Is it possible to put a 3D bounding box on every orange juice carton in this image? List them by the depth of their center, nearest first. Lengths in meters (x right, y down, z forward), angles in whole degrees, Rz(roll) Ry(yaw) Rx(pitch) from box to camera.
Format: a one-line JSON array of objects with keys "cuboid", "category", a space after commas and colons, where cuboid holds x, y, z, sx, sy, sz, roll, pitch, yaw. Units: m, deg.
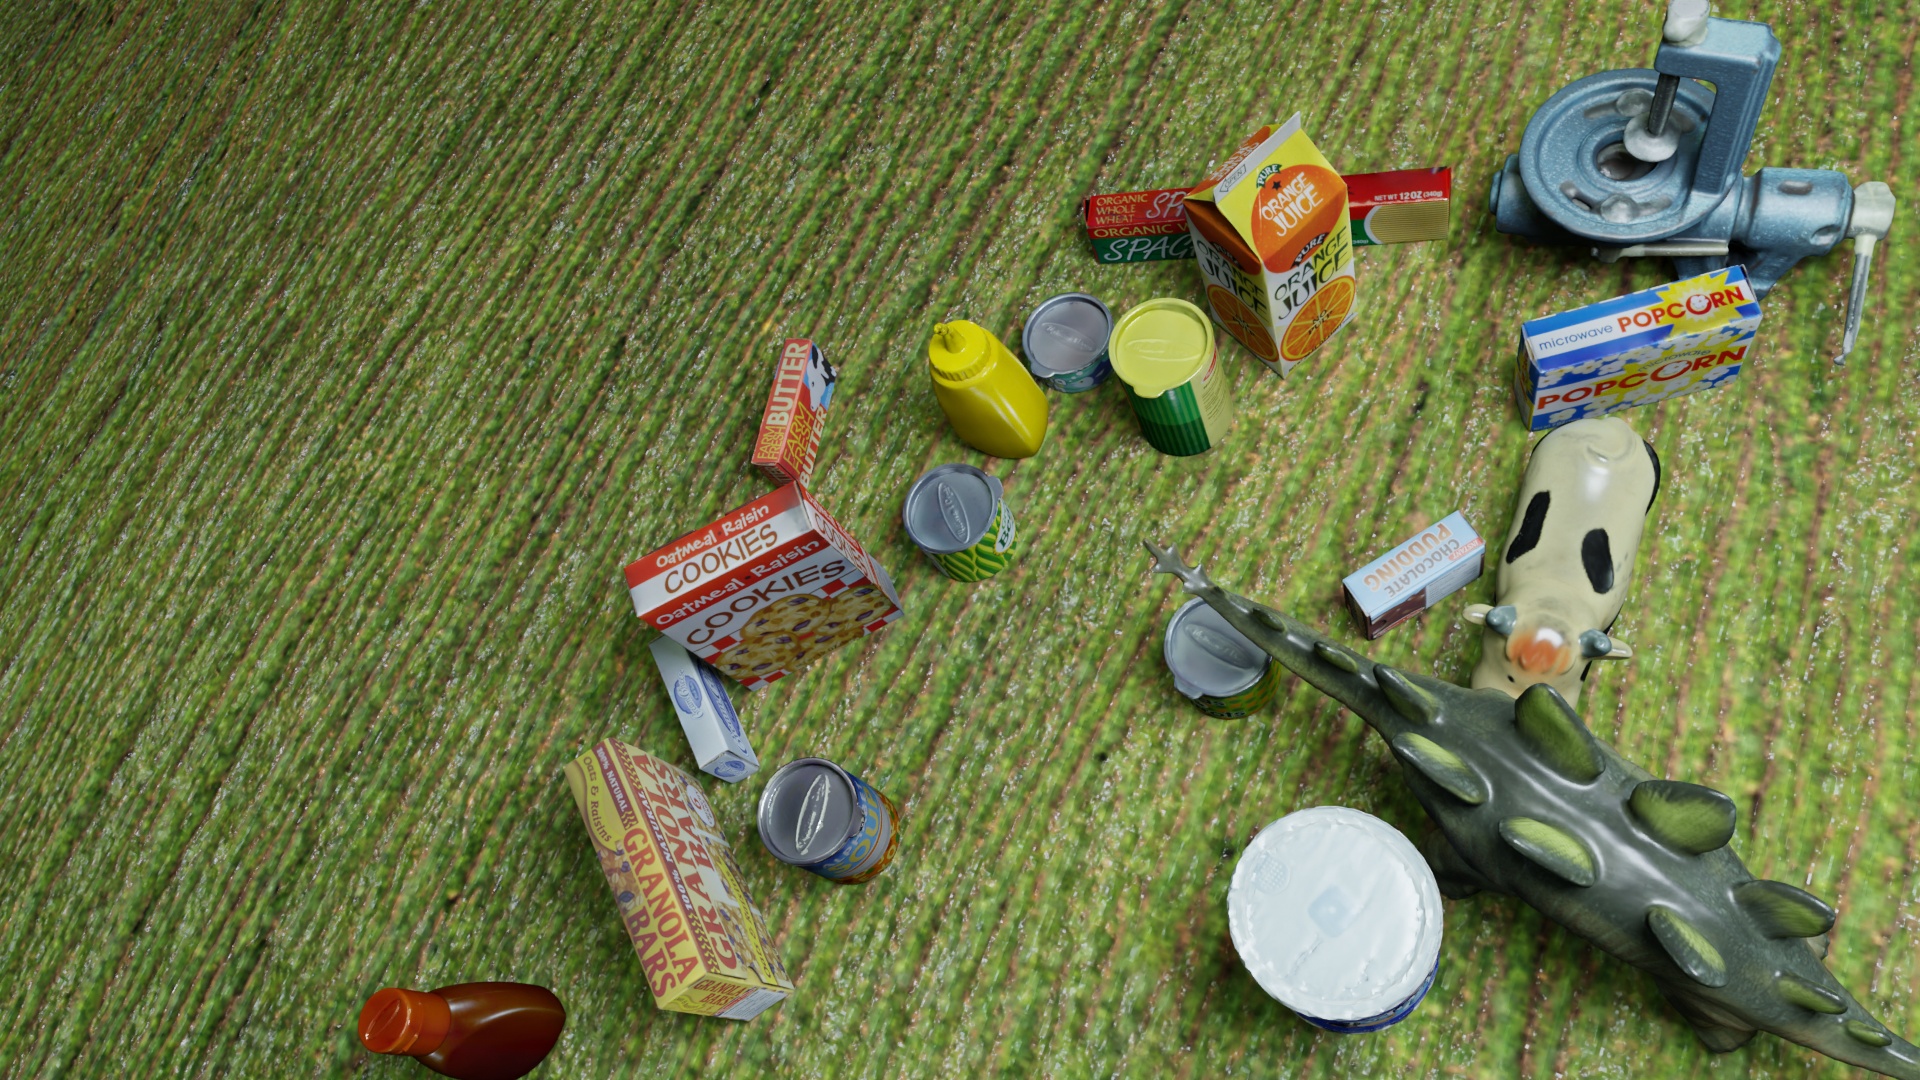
[{"cuboid": [0.198, -0.190, 0.882, 0.072, 0.192, 0.073, -42, 62, -2], "category": "orange juice carton"}]

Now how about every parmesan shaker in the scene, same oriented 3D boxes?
[{"cuboid": [0.139, -0.103, 0.915, 0.071, 0.103, 0.071, -7, 66, 16], "category": "parmesan shaker"}]

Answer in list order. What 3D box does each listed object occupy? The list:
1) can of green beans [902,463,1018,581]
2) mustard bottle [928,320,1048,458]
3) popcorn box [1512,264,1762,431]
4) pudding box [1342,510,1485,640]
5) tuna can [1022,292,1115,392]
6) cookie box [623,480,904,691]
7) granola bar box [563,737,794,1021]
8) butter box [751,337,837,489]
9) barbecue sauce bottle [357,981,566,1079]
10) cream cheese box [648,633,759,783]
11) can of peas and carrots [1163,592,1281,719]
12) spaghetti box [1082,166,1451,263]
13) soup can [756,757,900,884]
[{"cuboid": [0.001, -0.011, 0.947, 0.071, 0.057, 0.071, -7, 66, 16], "category": "can of green beans"}, {"cuboid": [0.014, -0.106, 0.925, 0.065, 0.160, 0.049, 9, 71, 21], "category": "mustard bottle"}, {"cuboid": [0.406, -0.114, 0.842, 0.126, 0.085, 0.038, -14, 65, 12], "category": "popcorn box"}, {"cuboid": [0.276, 0.022, 0.847, 0.084, 0.049, 0.030, -32, 62, 3], "category": "pudding box"}, {"cuboid": [0.078, -0.139, 0.990, 0.071, 0.032, 0.071, -7, 66, 16], "category": "tuna can"}, {"cuboid": [-0.123, 0.034, 0.906, 0.123, 0.167, 0.040, -27, 63, 6], "category": "cookie box"}, {"cuboid": [-0.175, 0.213, 0.871, 0.039, 0.124, 0.166, -33, 62, 3], "category": "granola bar box"}, {"cuboid": [-0.121, -0.092, 1.024, 0.024, 0.053, 0.104, 5, 70, 20], "category": "butter box"}, {"cuboid": [-0.310, 0.303, 0.863, 0.044, 0.148, 0.065, 37, 83, 27], "category": "barbecue sauce bottle"}, {"cuboid": [-0.176, 0.114, 0.954, 0.024, 0.053, 0.104, -32, 62, 4], "category": "cream cheese box"}, {"cuboid": [0.162, 0.074, 0.857, 0.071, 0.058, 0.071, -7, 66, 16], "category": "can of peas and carrots"}, {"cuboid": [0.212, -0.226, 0.974, 0.250, 0.050, 0.029, 0, 68, 18], "category": "spaghetti box"}, {"cuboid": [-0.079, 0.179, 0.877, 0.071, 0.083, 0.071, -7, 66, 16], "category": "soup can"}]
